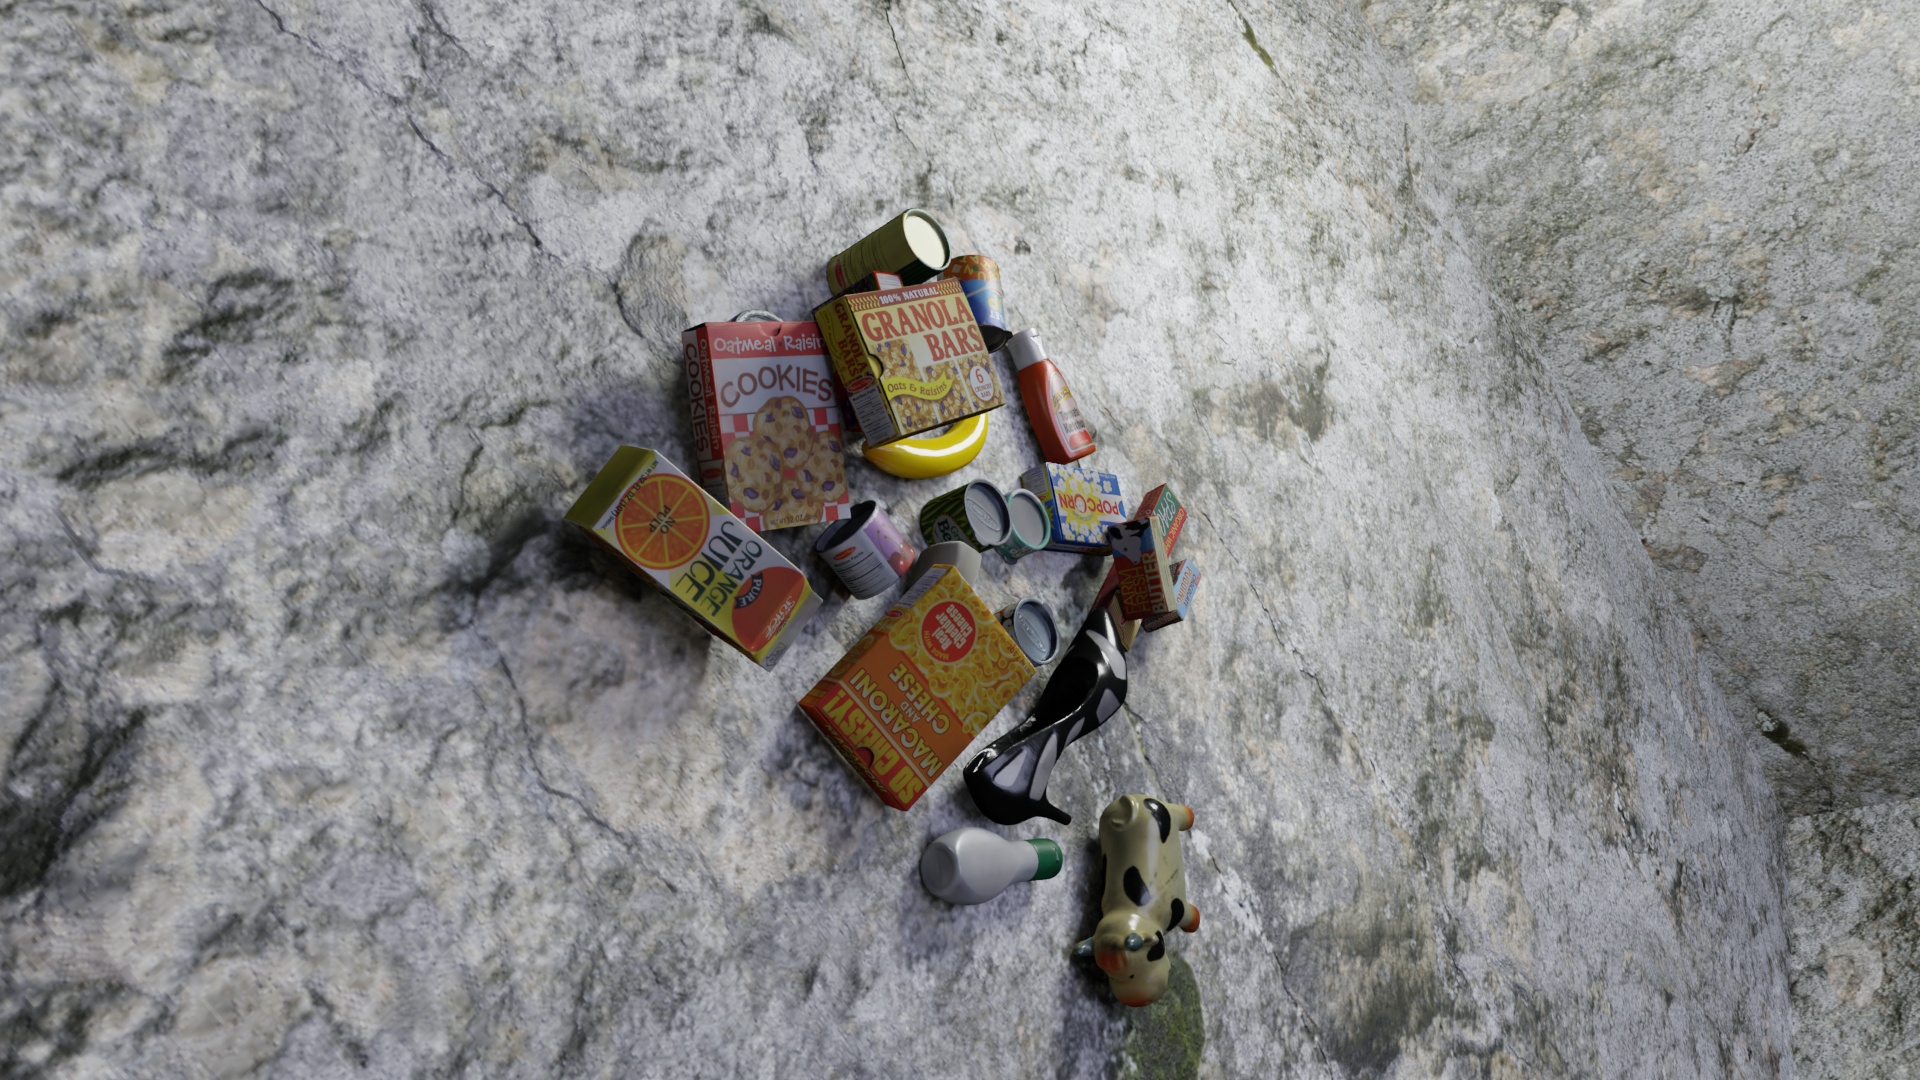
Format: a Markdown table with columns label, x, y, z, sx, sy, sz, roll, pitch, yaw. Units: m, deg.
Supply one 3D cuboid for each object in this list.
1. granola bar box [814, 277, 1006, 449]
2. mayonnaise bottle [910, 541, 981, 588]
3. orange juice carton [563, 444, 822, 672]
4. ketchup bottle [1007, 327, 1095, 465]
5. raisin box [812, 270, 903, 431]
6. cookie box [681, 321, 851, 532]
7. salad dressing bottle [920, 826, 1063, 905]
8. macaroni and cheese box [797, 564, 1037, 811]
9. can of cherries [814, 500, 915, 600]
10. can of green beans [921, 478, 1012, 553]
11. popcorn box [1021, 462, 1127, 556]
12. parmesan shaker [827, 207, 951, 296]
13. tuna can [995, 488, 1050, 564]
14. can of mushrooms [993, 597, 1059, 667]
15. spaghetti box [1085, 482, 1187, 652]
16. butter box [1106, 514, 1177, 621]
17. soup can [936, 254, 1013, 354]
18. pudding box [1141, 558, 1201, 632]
| label | x | y | z | sx | sy | sz | roll | pitch | yaw |
| --- | --- | --- | --- | --- | --- | --- | --- | --- | --- |
| granola bar box | -0.038 | -0.156 | 1.195 | 0.166 | 0.039 | 0.124 | -24 | 92 | -53 |
| mayonnaise bottle | -0.026 | 0.074 | 1.218 | 0.041 | 0.064 | 0.149 | 34 | 58 | -32 |
| orange juice carton | -0.188 | 0.017 | 1.027 | 0.192 | 0.073 | 0.072 | 43 | 75 | -27 |
| ketchup bottle | 0.092 | -0.153 | 1.484 | 0.065 | 0.043 | 0.149 | -21 | 88 | -52 |
| raisin box | -0.078 | -0.170 | 1.258 | 0.040 | 0.086 | 0.123 | -6 | 76 | -52 |
| cookie box | -0.155 | -0.092 | 1.126 | 0.123 | 0.040 | 0.167 | -10 | 94 | -45 |
| salad dressing bottle | 0.031 | 0.278 | 1.195 | 0.148 | 0.044 | 0.064 | 10 | 62 | -48 |
| macaroni and cheese box | -0.033 | 0.120 | 1.145 | 0.167 | 0.040 | 0.123 | -45 | 109 | -21 |
| can of cherries | -0.080 | 0.007 | 1.183 | 0.058 | 0.071 | 0.072 | 51 | 41 | -19 |
| can of green beans | 0.005 | -0.018 | 1.302 | 0.071 | 0.057 | 0.071 | 25 | 54 | -40 |
| popcorn box | 0.123 | -0.031 | 1.462 | 0.127 | 0.038 | 0.085 | 6 | 67 | -48 |
| parmesan shaker | -0.066 | -0.258 | 1.303 | 0.071 | 0.103 | 0.071 | 25 | 54 | -41 |
| tuna can | 0.057 | -0.014 | 1.381 | 0.071 | 0.032 | 0.071 | 26 | 53 | -40 |
| can of mushrooms | 0.063 | 0.090 | 1.335 | 0.071 | 0.033 | 0.071 | 25 | 54 | -40 |
| spaghetti box | 0.197 | 0.028 | 1.526 | 0.050 | 0.028 | 0.251 | 52 | 41 | -18 |
| butter box | 0.189 | 0.029 | 1.440 | 0.024 | 0.053 | 0.103 | -6 | 83 | -52 |
| soup can | 0.014 | -0.239 | 1.413 | 0.071 | 0.071 | 0.084 | 17 | 59 | -44 |
| pudding box | 0.231 | 0.061 | 1.532 | 0.030 | 0.049 | 0.084 | 52 | 41 | -16 |
